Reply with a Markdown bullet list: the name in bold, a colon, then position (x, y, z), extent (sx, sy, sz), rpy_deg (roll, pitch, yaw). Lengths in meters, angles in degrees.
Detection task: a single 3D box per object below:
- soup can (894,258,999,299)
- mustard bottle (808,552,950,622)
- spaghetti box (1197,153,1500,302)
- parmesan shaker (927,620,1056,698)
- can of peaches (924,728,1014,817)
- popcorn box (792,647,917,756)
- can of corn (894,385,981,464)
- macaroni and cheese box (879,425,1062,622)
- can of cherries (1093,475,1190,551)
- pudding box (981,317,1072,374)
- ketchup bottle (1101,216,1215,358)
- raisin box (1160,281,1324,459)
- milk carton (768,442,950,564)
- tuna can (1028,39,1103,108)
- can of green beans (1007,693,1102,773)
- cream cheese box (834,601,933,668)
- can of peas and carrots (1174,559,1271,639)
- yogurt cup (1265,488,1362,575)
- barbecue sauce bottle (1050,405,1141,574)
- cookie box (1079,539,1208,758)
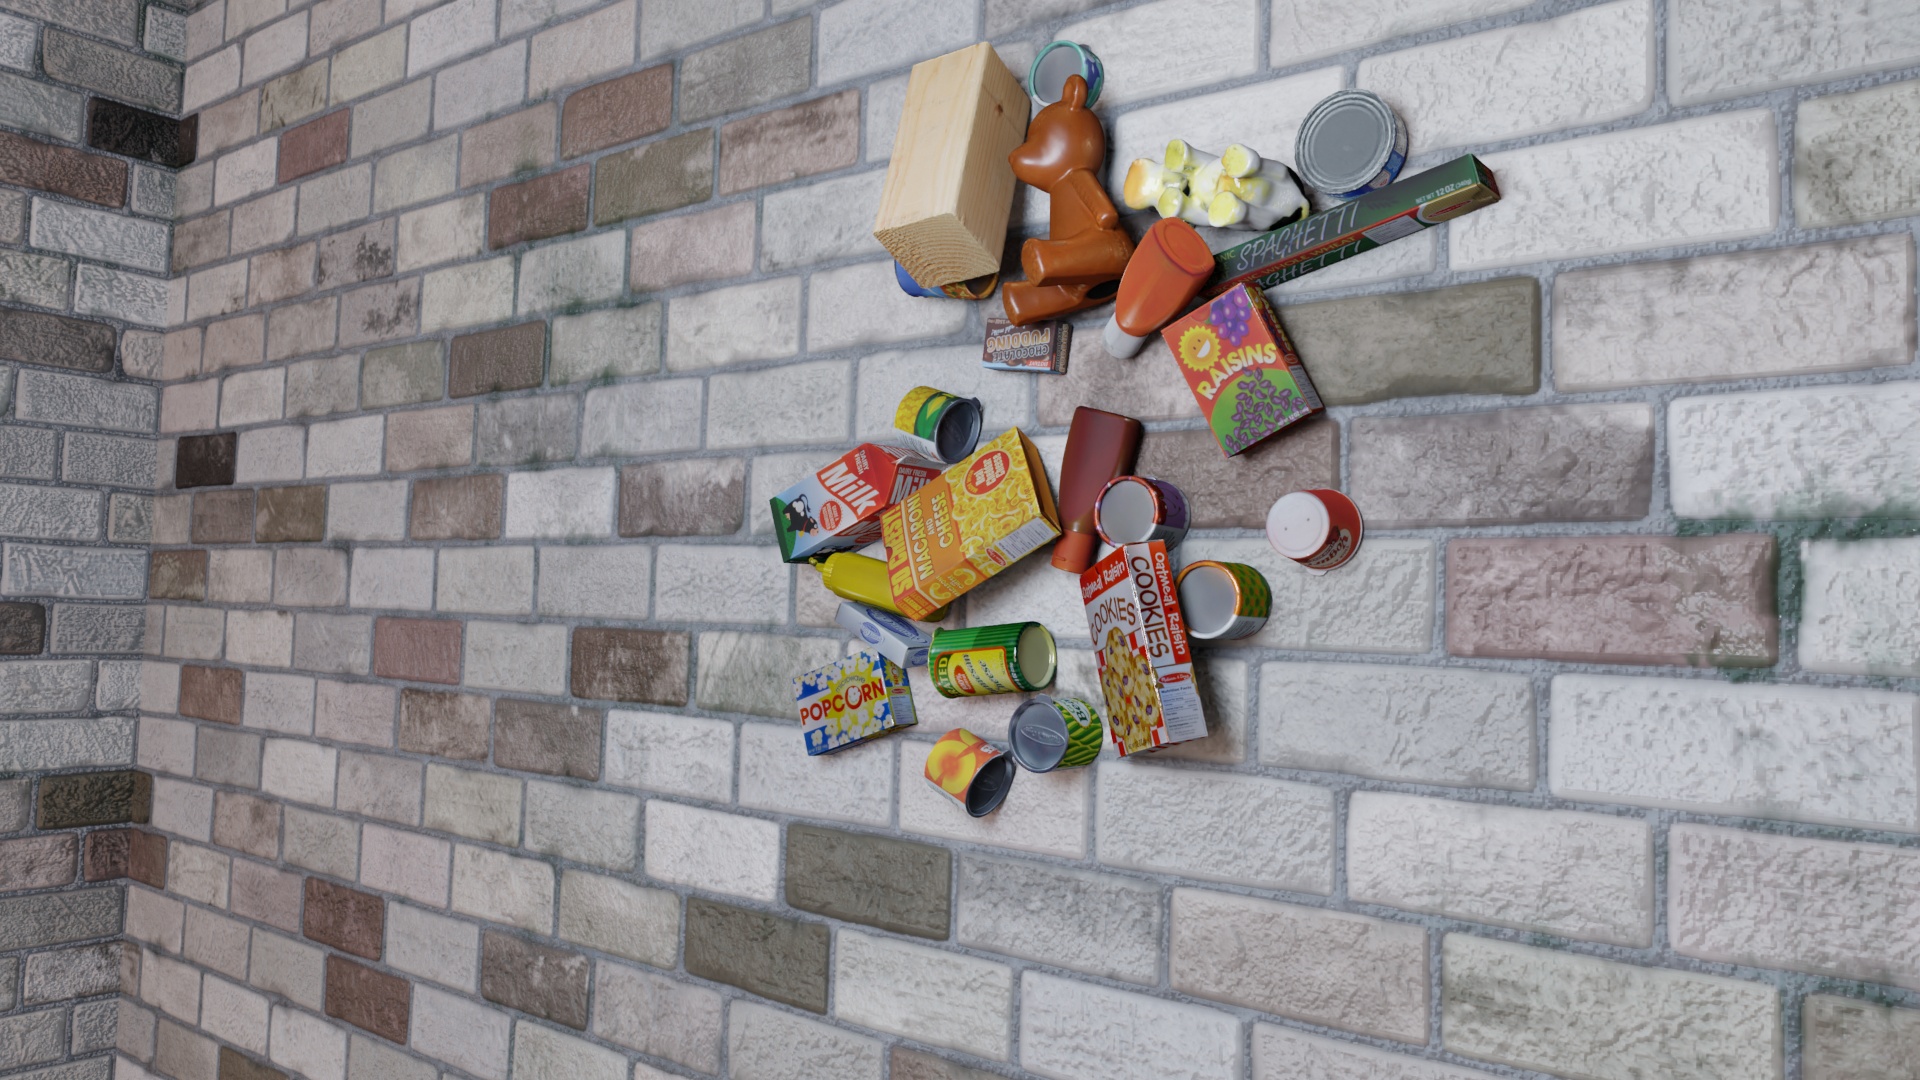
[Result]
- **soup can**: position (-0.012, -0.270, 1.371), extent (0.084, 0.071, 0.071), rpy_deg (11, 93, 37)
- **mustard bottle**: position (-0.088, 0.042, 1.391), extent (0.160, 0.065, 0.049), rpy_deg (15, 86, 30)
- **spaghetti box**: position (0.304, -0.248, 1.129), extent (0.249, 0.050, 0.029), rpy_deg (-17, 75, 36)
- **parmesan shaker**: position (0.028, 0.110, 1.300), extent (0.103, 0.071, 0.071), rpy_deg (-10, 80, 37)
- **can of peaches**: position (0.009, 0.216, 1.309), extent (0.058, 0.071, 0.071), rpy_deg (26, 102, 37)
- **popcorn box**: position (-0.110, 0.165, 1.423), extent (0.126, 0.038, 0.085), rpy_deg (-24, 71, 34)
- **can of corn**: position (-0.021, -0.116, 1.363), extent (0.058, 0.071, 0.071), rpy_deg (22, 100, 37)
- **macaroni and cheese box**: position (0.005, -0.016, 1.297), extent (0.166, 0.040, 0.124), rpy_deg (-32, 41, 18)
- **can of cherries**: position (0.158, -0.025, 1.218), extent (0.071, 0.058, 0.071), rpy_deg (-3, 85, 38)
- **pudding box**: position (0.063, -0.185, 1.325), extent (0.083, 0.030, 0.049), rpy_deg (10, 93, 38)
- **ketchup bottle**: position (0.163, -0.210, 1.197), extent (0.065, 0.044, 0.148), rpy_deg (54, 152, 12)
- **raisin box**: position (0.235, -0.143, 1.163), extent (0.086, 0.040, 0.123), rpy_deg (-30, 81, 34)
- **milk carton**: position (-0.101, -0.043, 1.413), extent (0.190, 0.072, 0.073), rpy_deg (-27, 70, 33)
- **tuna can**: position (0.100, -0.440, 1.317), extent (0.071, 0.033, 0.071), rpy_deg (-3, 85, 38)
- **can of green beans**: position (0.086, 0.175, 1.256), extent (0.071, 0.058, 0.071), rpy_deg (-4, 84, 38)
- **cream cheese box**: position (-0.072, 0.093, 1.391), extent (0.104, 0.053, 0.024), rpy_deg (31, 109, 36)
- **can of peas and carrots**: position (0.217, 0.048, 1.165), extent (0.071, 0.059, 0.071), rpy_deg (-4, 84, 37)
- **yogurt cup**: position (0.283, -0.011, 1.122), extent (0.072, 0.054, 0.072), rpy_deg (-4, 83, 38)
- **barbecue sauce bottle**: position (0.117, -0.045, 1.262), extent (0.065, 0.044, 0.148), rpy_deg (19, 98, 39)
- **cookie box**: position (0.152, 0.094, 1.183), extent (0.122, 0.040, 0.167), rpy_deg (132, 129, -70)
